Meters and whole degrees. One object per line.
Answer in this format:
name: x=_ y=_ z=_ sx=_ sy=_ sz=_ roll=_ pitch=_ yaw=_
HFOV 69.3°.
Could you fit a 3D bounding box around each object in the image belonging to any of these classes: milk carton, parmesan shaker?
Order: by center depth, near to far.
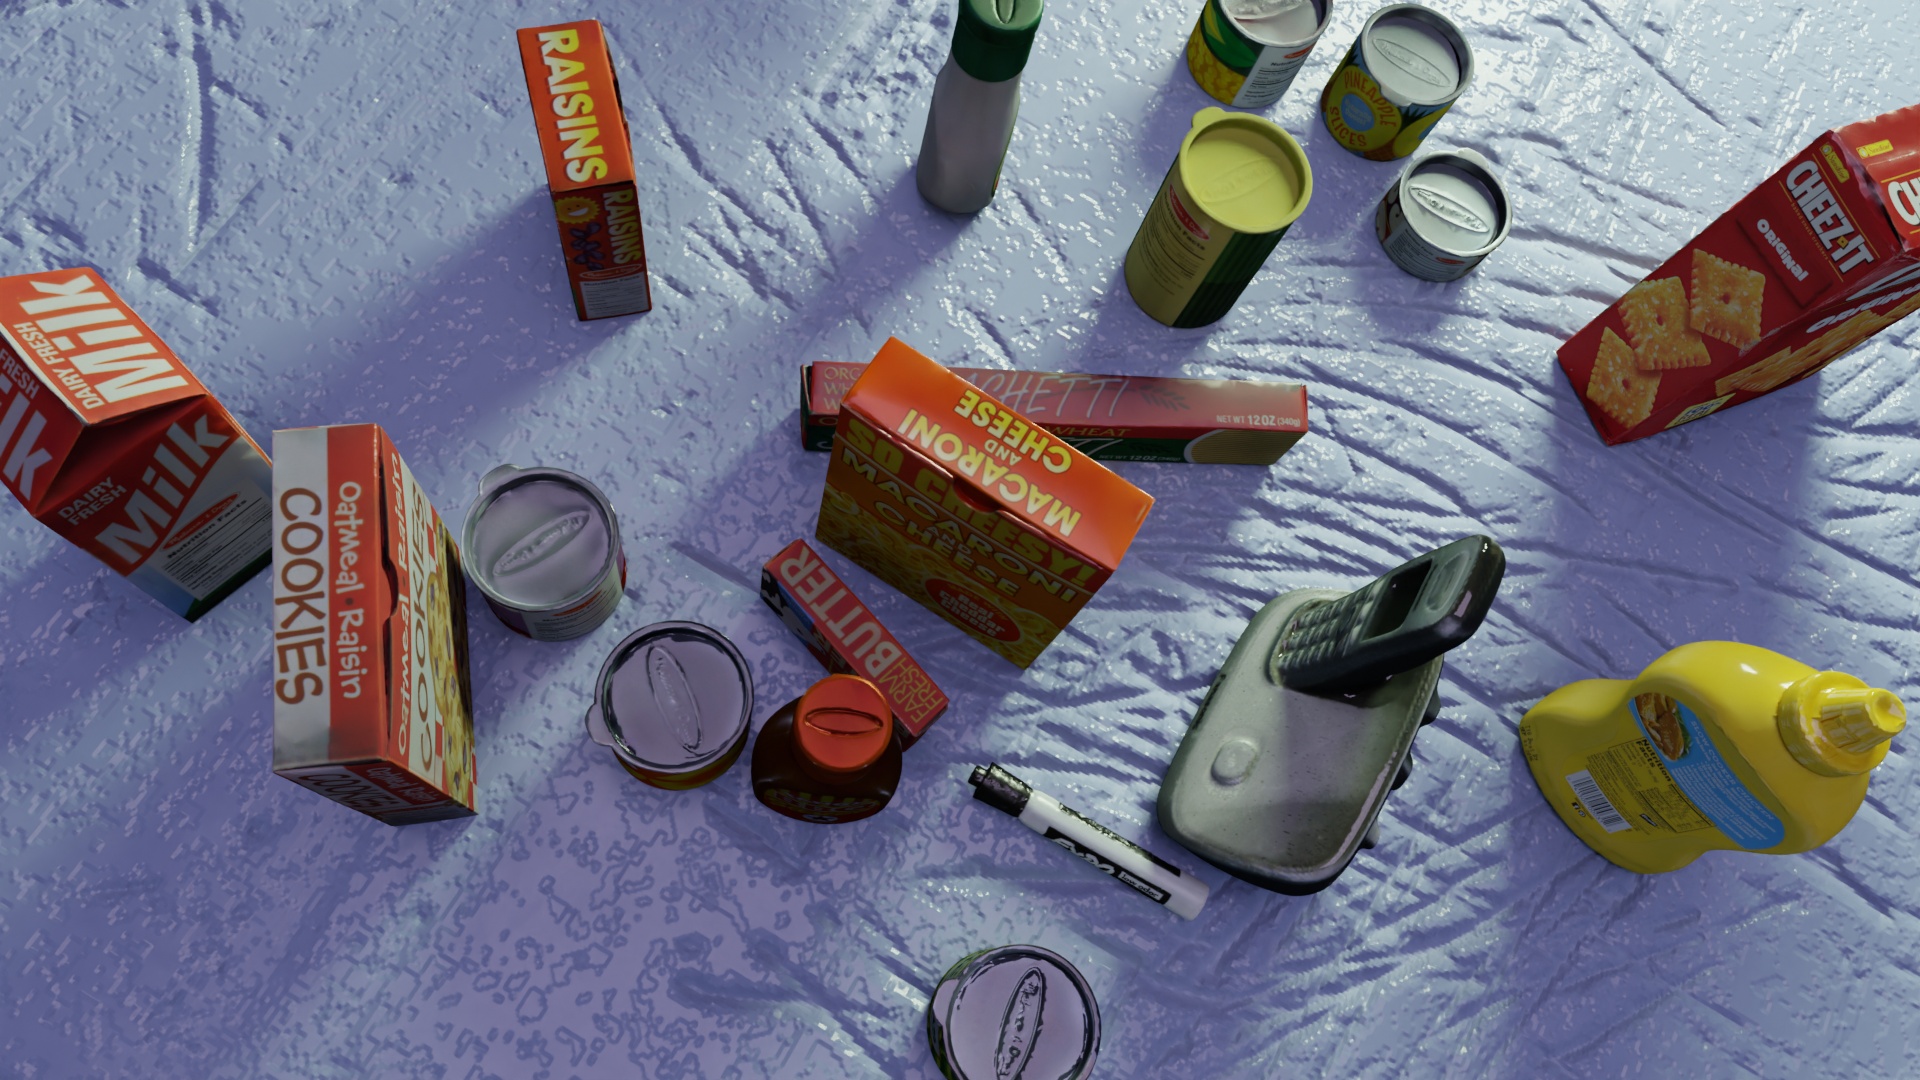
milk carton: x=-0.329 y=-0.039 z=0.546 sx=0.072 sy=0.190 sz=0.074 roll=45 pitch=71 yaw=6
parmesan shaker: x=0.127 y=-0.162 z=0.707 sx=0.071 sy=0.102 sz=0.071 roll=3 pitch=72 yaw=-8

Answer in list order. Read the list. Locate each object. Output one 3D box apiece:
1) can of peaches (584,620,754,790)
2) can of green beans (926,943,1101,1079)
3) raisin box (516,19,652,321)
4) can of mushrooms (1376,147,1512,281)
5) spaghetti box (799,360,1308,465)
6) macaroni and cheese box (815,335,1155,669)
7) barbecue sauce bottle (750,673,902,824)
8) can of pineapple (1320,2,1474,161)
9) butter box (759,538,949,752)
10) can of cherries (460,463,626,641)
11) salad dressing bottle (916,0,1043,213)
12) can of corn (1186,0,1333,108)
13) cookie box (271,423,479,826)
can of peaches: x=-0.127 y=0.075 z=0.612 sx=0.071 sy=0.058 sz=0.071 roll=3 pitch=72 yaw=-8
can of green beans: x=0.021 y=0.207 z=0.592 sx=0.071 sy=0.057 sz=0.071 roll=3 pitch=72 yaw=-8
raisin box: x=-0.173 y=-0.169 z=0.650 sx=0.040 sy=0.123 sz=0.086 roll=-12 pitch=75 yaw=-12
can of mushrooms: x=0.269 y=-0.182 z=0.773 sx=0.071 sy=0.033 sz=0.071 roll=3 pitch=72 yaw=-8
spaghetti box: x=0.045 y=-0.062 z=0.689 sx=0.250 sy=0.050 sz=0.029 roll=1 pitch=72 yaw=-9
macaroni and cheese box: x=0.002 y=-0.008 z=0.602 sx=0.124 sy=0.166 sz=0.040 roll=32 pitch=70 yaw=2
barbecue sauce bottle: x=-0.053 y=0.087 z=0.571 sx=0.065 sy=0.148 sz=0.044 roll=7 pitch=72 yaw=-7
can of pineapple: x=0.243 y=-0.255 z=0.780 sx=0.071 sy=0.057 sz=0.071 roll=3 pitch=72 yaw=-8
butter box: x=-0.049 y=0.049 z=0.635 sx=0.024 sy=0.053 sz=0.103 roll=-41 pitch=82 yaw=-18
can of cherries: x=-0.186 y=0.005 z=0.625 sx=0.071 sy=0.058 sz=0.071 roll=3 pitch=72 yaw=-8
salad dressing bottle: x=0.008 y=-0.218 z=0.682 sx=0.044 sy=0.147 sz=0.064 roll=5 pitch=72 yaw=-7
can of corn: x=0.165 y=-0.288 z=0.779 sx=0.071 sy=0.058 sz=0.071 roll=3 pitch=72 yaw=-8
cookie box: x=-0.226 y=0.041 z=0.549 sx=0.040 sy=0.167 sz=0.123 roll=-6 pitch=73 yaw=-11
